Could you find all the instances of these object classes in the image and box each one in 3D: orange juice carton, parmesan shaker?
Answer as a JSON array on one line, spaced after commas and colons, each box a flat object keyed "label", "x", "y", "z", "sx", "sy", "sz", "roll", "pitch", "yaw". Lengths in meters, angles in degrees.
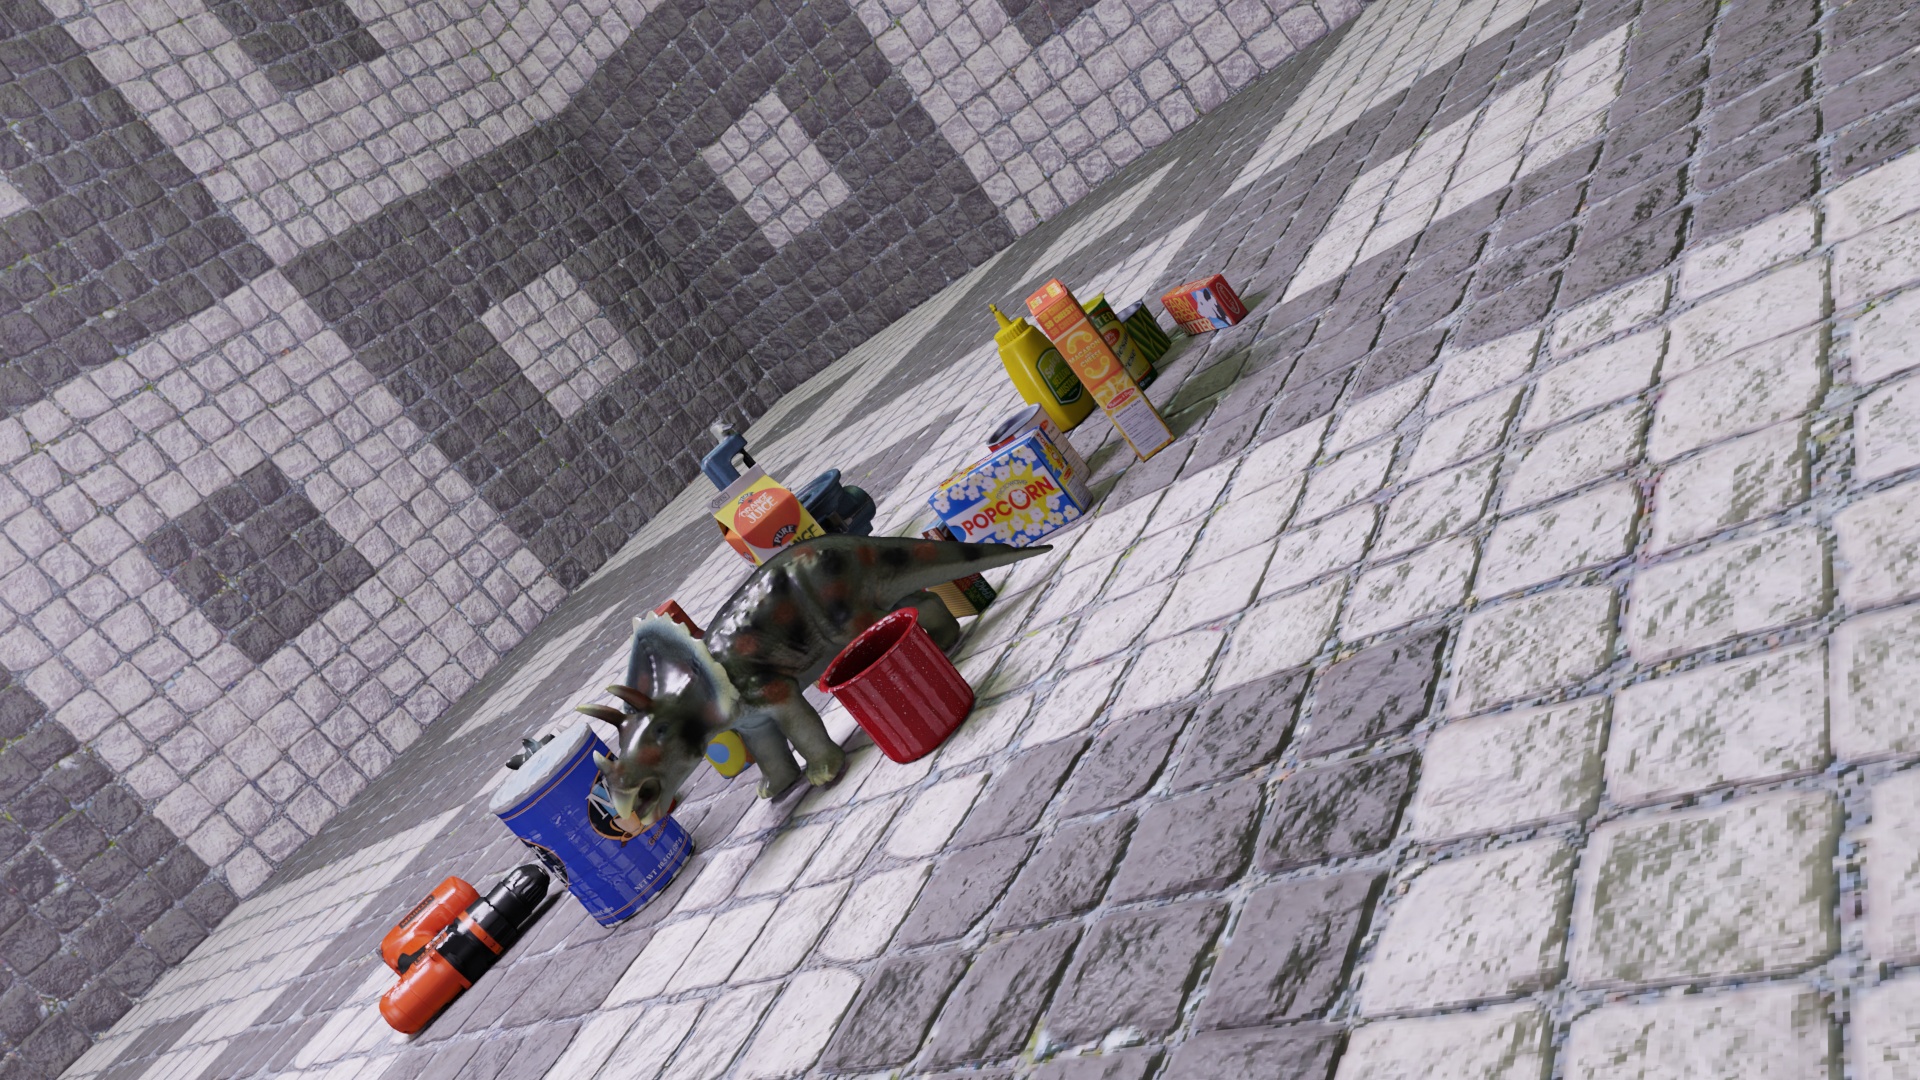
[{"label": "orange juice carton", "x": -0.174, "y": 0.015, "z": 1.426, "sx": 0.072, "sy": 0.192, "sz": 0.073, "roll": -43, "pitch": 14, "yaw": -18}, {"label": "parmesan shaker", "x": 0.156, "y": -0.201, "z": 1.471, "sx": 0.071, "sy": 0.103, "sz": 0.071, "roll": -36, "pitch": 14, "yaw": 10}]

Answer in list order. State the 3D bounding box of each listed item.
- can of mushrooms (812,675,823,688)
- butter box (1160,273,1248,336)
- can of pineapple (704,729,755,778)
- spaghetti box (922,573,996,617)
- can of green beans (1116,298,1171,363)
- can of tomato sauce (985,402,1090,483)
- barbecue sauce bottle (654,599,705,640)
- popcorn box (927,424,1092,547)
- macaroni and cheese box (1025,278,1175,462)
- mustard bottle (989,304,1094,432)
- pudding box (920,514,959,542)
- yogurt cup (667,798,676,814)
[{"label": "can of mushrooms", "x": -0.124, "y": 0.111, "z": 1.330, "sx": 0.071, "sy": 0.033, "sz": 0.071, "roll": -36, "pitch": 14, "yaw": 10}, {"label": "butter box", "x": 0.257, "y": -0.249, "z": 1.474, "sx": 0.024, "sy": 0.053, "sz": 0.103, "roll": -42, "pitch": 14, "yaw": -14}, {"label": "can of pineapple", "x": -0.212, "y": 0.177, "z": 1.288, "sx": 0.071, "sy": 0.058, "sz": 0.071, "roll": -36, "pitch": 14, "yaw": 10}, {"label": "spaghetti box", "x": -0.050, "y": 0.051, "z": 1.299, "sx": 0.029, "sy": 0.050, "sz": 0.249, "roll": -45, "pitch": 15, "yaw": -26}, {"label": "can of green beans", "x": 0.193, "y": -0.225, "z": 1.549, "sx": 0.071, "sy": 0.057, "sz": 0.071, "roll": -36, "pitch": 14, "yaw": 10}, {"label": "can of tomato sauce", "x": 0.074, "y": -0.080, "z": 1.334, "sx": 0.071, "sy": 0.083, "sz": 0.071, "roll": -36, "pitch": 14, "yaw": 10}, {"label": "barbecue sauce bottle", "x": -0.246, "y": 0.124, "z": 1.355, "sx": 0.065, "sy": 0.148, "sz": 0.043, "roll": -44, "pitch": 15, "yaw": -22}, {"label": "popcorn box", "x": 0.045, "y": -0.039, "z": 1.272, "sx": 0.126, "sy": 0.085, "sz": 0.038, "roll": -29, "pitch": 16, "yaw": 34}, {"label": "macaroni and cheese box", "x": 0.128, "y": -0.160, "z": 1.282, "sx": 0.040, "sy": 0.166, "sz": 0.124, "roll": -36, "pitch": 14, "yaw": 9}, {"label": "mustard bottle", "x": 0.080, "y": -0.193, "z": 1.517, "sx": 0.048, "sy": 0.160, "sz": 0.065, "roll": -20, "pitch": 23, "yaw": 53}, {"label": "pudding box", "x": 0.005, "y": -0.017, "z": 1.378, "sx": 0.030, "sy": 0.049, "sz": 0.084, "roll": -20, "pitch": 22, "yaw": 52}, {"label": "yogurt cup", "x": -0.307, "y": 0.246, "z": 1.316, "sx": 0.072, "sy": 0.054, "sz": 0.072, "roll": -36, "pitch": 14, "yaw": 10}]
